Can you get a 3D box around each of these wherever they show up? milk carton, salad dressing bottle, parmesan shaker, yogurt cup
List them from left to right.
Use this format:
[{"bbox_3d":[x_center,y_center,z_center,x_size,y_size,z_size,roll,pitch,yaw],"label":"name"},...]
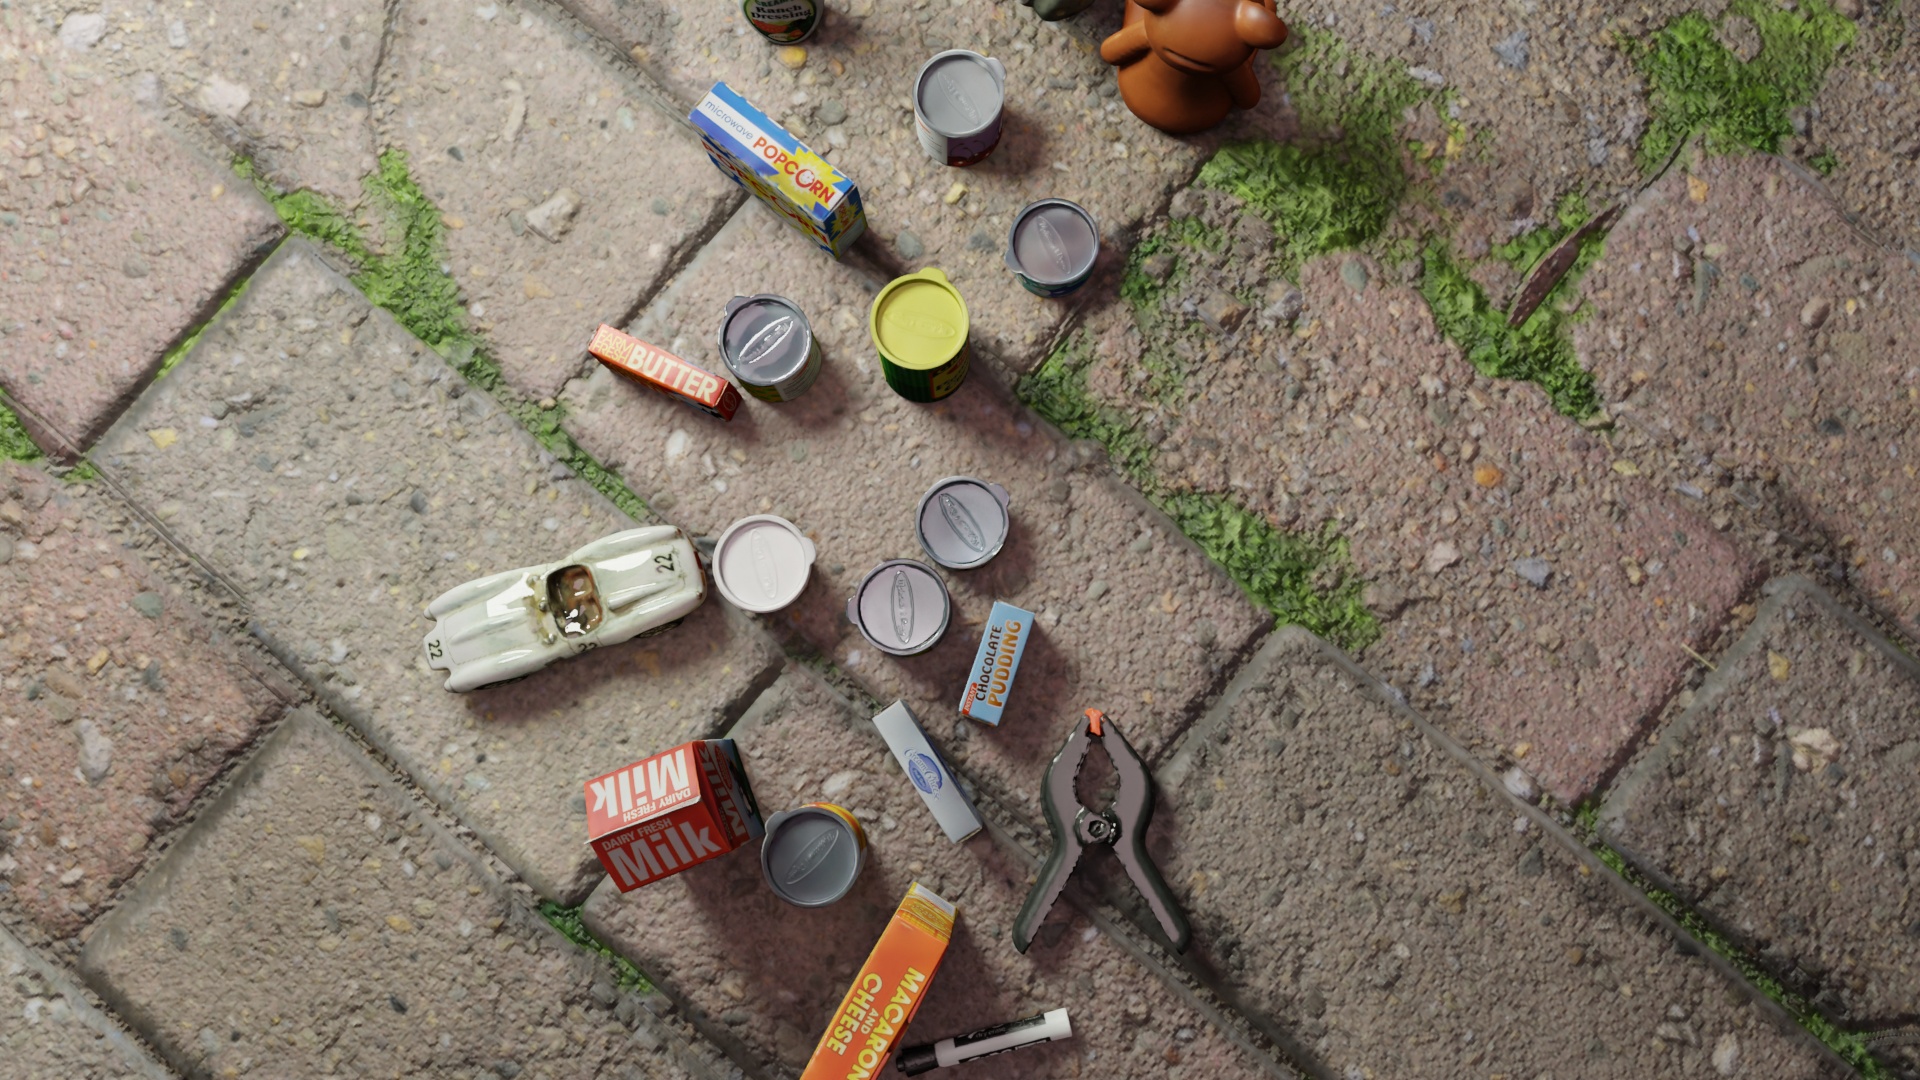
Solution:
[{"bbox_3d":[-0.181,0.173,0.885,0.072,0.190,0.073,-21,83,-1],"label":"milk carton"},{"bbox_3d":[-0.135,0.019,0.975,0.072,0.054,0.072,0,82,1],"label":"yogurt cup"},{"bbox_3d":[-0.133,-0.407,0.987,0.064,0.147,0.044,-2,83,1],"label":"salad dressing bottle"},{"bbox_3d":[-0.025,-0.141,0.970,0.071,0.103,0.071,0,82,1],"label":"parmesan shaker"}]

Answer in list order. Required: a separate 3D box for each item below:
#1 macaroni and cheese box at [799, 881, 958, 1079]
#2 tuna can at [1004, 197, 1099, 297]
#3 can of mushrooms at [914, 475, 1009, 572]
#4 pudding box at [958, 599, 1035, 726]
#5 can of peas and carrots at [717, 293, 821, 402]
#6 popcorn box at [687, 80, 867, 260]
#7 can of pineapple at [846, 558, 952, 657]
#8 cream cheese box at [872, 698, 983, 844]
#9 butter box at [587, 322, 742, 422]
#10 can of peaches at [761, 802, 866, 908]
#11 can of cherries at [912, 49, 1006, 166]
[{"bbox_3d":[-0.049,0.288,0.879,0.040,0.166,0.124,30,84,5],"label":"macaroni and cheese box"},{"bbox_3d":[0.065,-0.212,1.014,0.071,0.033,0.071,0,82,1],"label":"tuna can"},{"bbox_3d":[0.004,-0.012,0.987,0.071,0.033,0.071,0,82,1],"label":"can of mushrooms"},{"bbox_3d":[0.025,0.085,0.965,0.030,0.049,0.084,18,83,4],"label":"pudding box"},{"bbox_3d":[-0.137,-0.138,0.995,0.071,0.058,0.071,0,82,1],"label":"can of peas and carrots"},{"bbox_3d":[-0.130,-0.265,0.999,0.127,0.085,0.038,39,85,6],"label":"popcorn box"},{"bbox_3d":[-0.041,0.048,0.967,0.071,0.058,0.071,0,82,1],"label":"can of pineapple"},{"bbox_3d":[-0.022,0.158,0.954,0.024,0.053,0.104,-33,83,-3],"label":"cream cheese box"},{"bbox_3d":[-0.212,-0.120,0.996,0.103,0.053,0.024,24,84,4],"label":"butter box"},{"bbox_3d":[-0.100,0.211,0.945,0.071,0.058,0.071,0,82,1],"label":"can of peaches"},{"bbox_3d":[0.002,-0.316,1.017,0.071,0.058,0.071,0,82,1],"label":"can of cherries"}]
